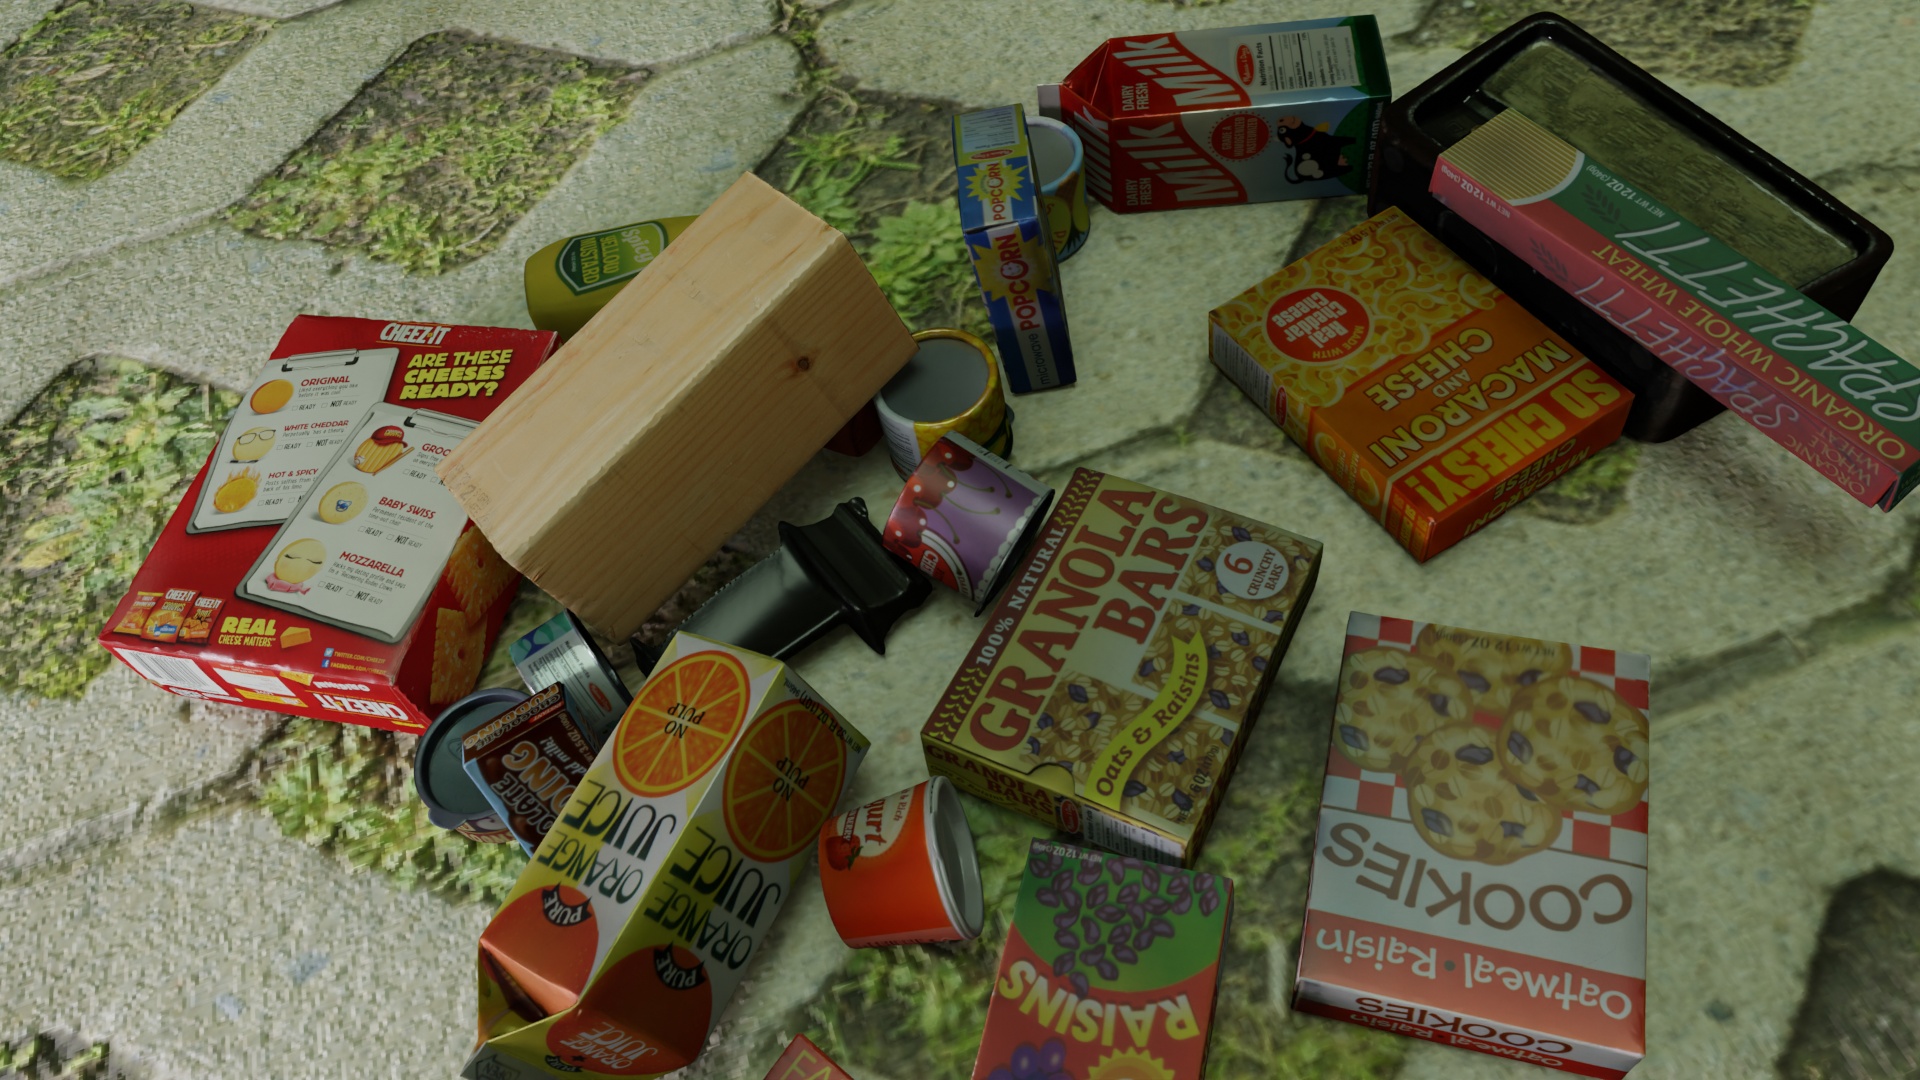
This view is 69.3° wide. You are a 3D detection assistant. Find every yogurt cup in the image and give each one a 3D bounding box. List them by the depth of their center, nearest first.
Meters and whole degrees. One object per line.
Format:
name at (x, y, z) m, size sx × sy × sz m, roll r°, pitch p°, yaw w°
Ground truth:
yogurt cup at (-0.025, 0.137, 0.578) m, size 0.054 × 0.072 × 0.073 m, roll -15°, pitch 55°, yaw 9°

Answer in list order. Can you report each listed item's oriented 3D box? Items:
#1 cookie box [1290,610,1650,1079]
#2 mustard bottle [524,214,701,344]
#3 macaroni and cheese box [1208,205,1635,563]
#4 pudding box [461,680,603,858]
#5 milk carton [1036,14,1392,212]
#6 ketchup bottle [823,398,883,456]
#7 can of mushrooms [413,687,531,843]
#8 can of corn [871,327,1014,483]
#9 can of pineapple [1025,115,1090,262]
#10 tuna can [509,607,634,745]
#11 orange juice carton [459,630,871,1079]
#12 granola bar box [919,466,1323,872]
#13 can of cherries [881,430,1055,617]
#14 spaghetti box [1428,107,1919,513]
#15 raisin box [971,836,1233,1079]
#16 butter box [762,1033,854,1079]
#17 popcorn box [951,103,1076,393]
cookie box at (0.209, 0.118, 0.563) m, size 0.123 × 0.040 × 0.168 m, roll 9°, pitch 58°, yaw 15°
mustard bottle at (-0.170, -0.158, 0.807) m, size 0.160 × 0.048 × 0.065 m, roll -16°, pitch 57°, yaw -1°
macaroni and cheese box at (0.224, -0.082, 0.694) m, size 0.124 × 0.040 × 0.167 m, roll -31°, pitch 56°, yaw -11°
pudding box at (-0.175, 0.110, 0.608) m, size 0.050 × 0.083 × 0.030 m, roll -29°, pitch 26°, yaw -9°
milk carton at (0.141, -0.242, 0.795) m, size 0.191 × 0.072 × 0.074 m, roll -2°, pitch 56°, yaw 7°
ketchup bottle at (-0.105, -0.095, 0.757) m, size 0.149 × 0.043 × 0.065 m, roll 20°, pitch 62°, yaw 21°
can of mushrooms at (-0.218, 0.107, 0.648) m, size 0.071 × 0.033 × 0.071 m, roll -4°, pitch 56°, yaw 6°
can of corn at (-0.007, -0.068, 0.713) m, size 0.071 × 0.058 × 0.071 m, roll -5°, pitch 56°, yaw 7°
can of pineapple at (0.039, -0.197, 0.791) m, size 0.071 × 0.057 × 0.071 m, roll -4°, pitch 56°, yaw 7°
tuna can at (-0.179, 0.067, 0.651) m, size 0.033 × 0.070 × 0.071 m, roll -34°, pitch 58°, yaw -11°
orange juice carton at (-0.124, 0.140, 0.572) m, size 0.073 × 0.071 × 0.193 m, roll 10°, pitch 61°, yaw 40°
granola bar box at (0.075, 0.051, 0.623) m, size 0.124 × 0.038 × 0.166 m, roll 19°, pitch 56°, yaw 21°
can of cherries at (0.002, -0.008, 0.659) m, size 0.058 × 0.071 × 0.072 m, roll 31°, pitch 66°, yaw 7°
spaghetti box at (0.320, -0.111, 0.619) m, size 0.050 × 0.028 × 0.251 m, roll -35°, pitch 59°, yaw -11°
raisin box at (0.055, 0.188, 0.544) m, size 0.086 × 0.040 × 0.124 m, roll 9°, pitch 57°, yaw 14°
butter box at (-0.040, 0.243, 0.532) m, size 0.103 × 0.024 × 0.053 m, roll 31°, pitch 67°, yaw 26°
popcorn box at (0.029, -0.148, 0.719) m, size 0.038 × 0.126 × 0.085 m, roll -10°, pitch 55°, yaw 9°
